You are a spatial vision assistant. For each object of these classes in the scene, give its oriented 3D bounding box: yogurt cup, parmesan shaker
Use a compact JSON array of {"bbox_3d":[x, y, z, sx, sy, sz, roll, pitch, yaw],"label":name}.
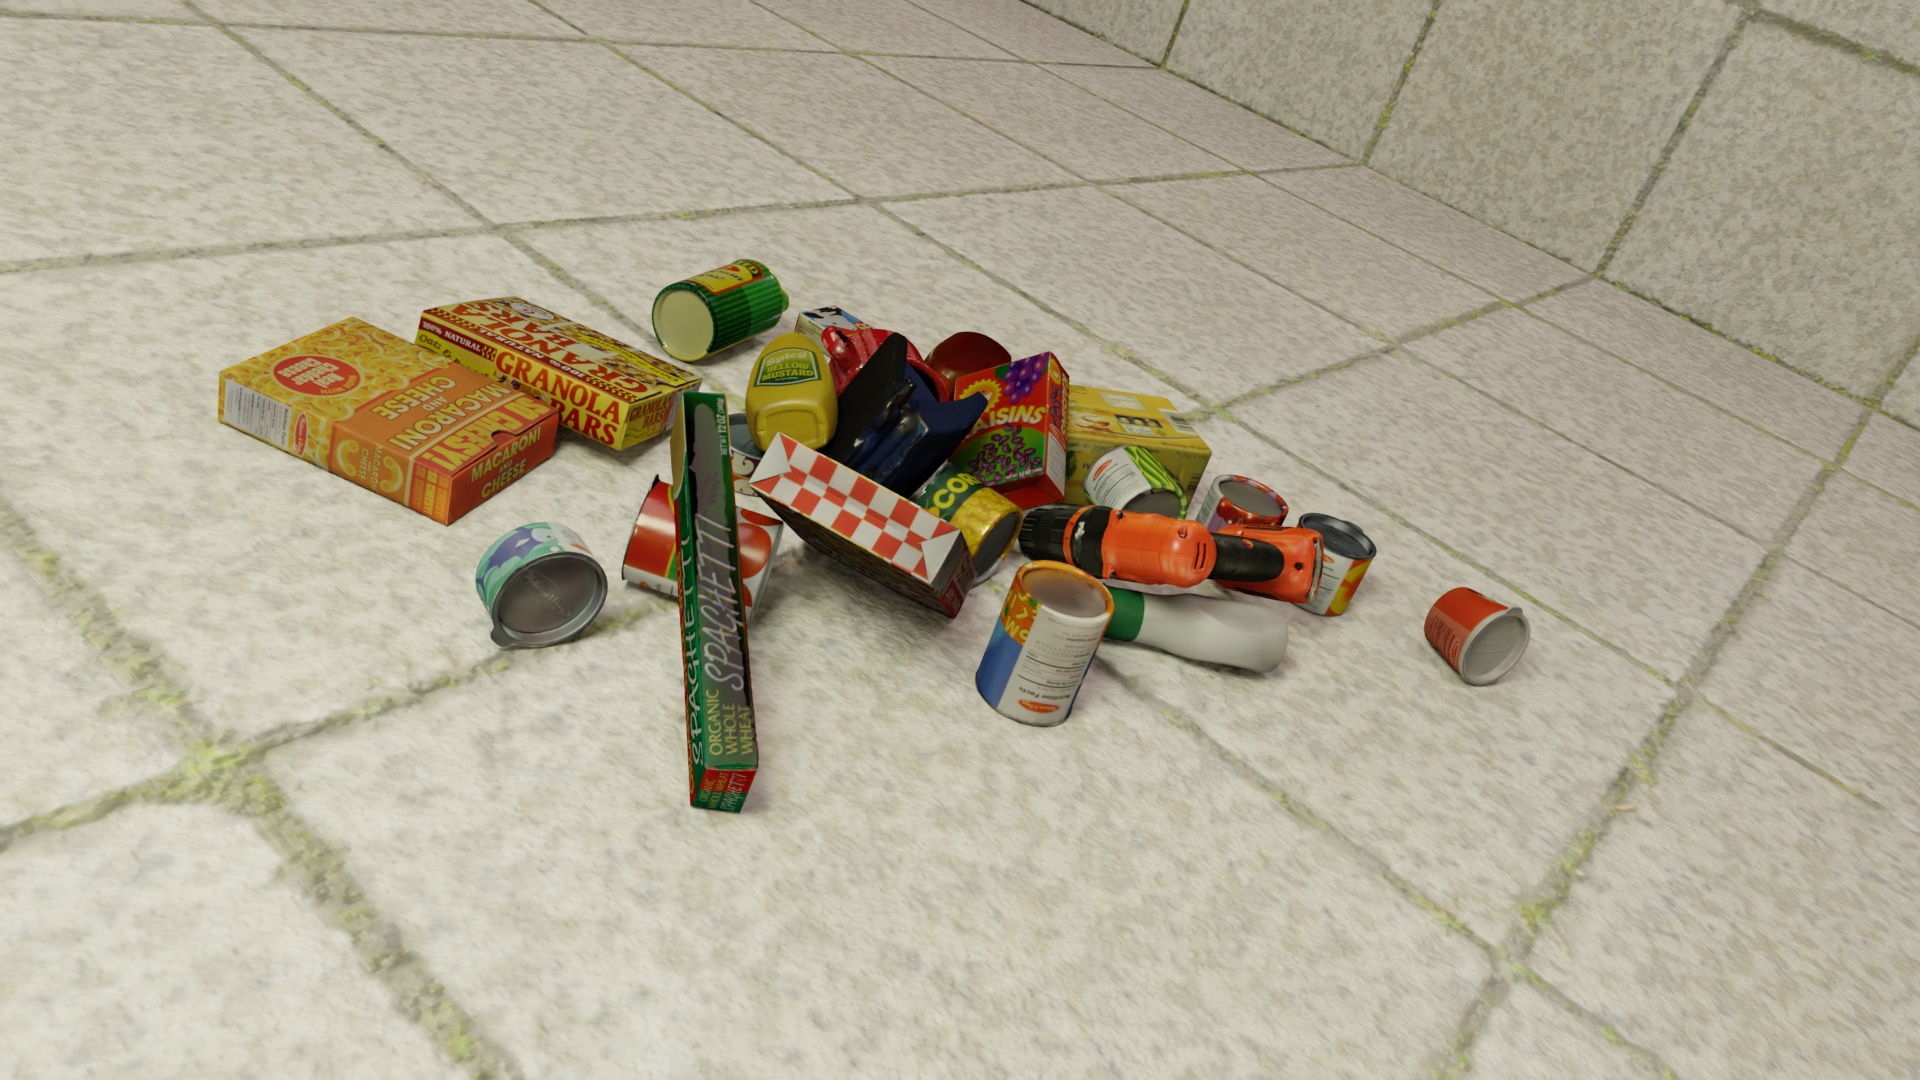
[{"bbox_3d":[0.405,0.073,1.098,0.072,0.072,0.054,3,26,-29],"label":"yogurt cup"},{"bbox_3d":[-0.200,-0.194,1.163,0.071,0.071,0.103,28,30,13],"label":"parmesan shaker"}]

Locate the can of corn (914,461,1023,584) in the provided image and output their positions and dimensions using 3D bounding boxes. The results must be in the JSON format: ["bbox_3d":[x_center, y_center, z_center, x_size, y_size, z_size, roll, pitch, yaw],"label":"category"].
[{"bbox_3d":[0.004,-0.012,0.984,0.058,0.070,0.071,33,32,21],"label":"can of corn"}]

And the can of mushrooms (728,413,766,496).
[{"bbox_3d":[-0.152,-0.064,1.012,0.071,0.033,0.071,15,30,-9],"label":"can of mushrooms"}]

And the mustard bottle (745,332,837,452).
[{"bbox_3d":[-0.125,-0.117,1.026,0.065,0.048,0.161,-6,31,-4],"label":"mustard bottle"}]

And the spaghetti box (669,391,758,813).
[{"bbox_3d":[-0.139,0.026,0.772,0.029,0.050,0.251,3,54,-20],"label":"spaghetti box"}]

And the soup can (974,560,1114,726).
[{"bbox_3d":[0.052,0.062,0.877,0.071,0.083,0.072,15,29,-9],"label":"soup can"}]

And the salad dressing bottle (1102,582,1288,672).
[{"bbox_3d":[0.157,0.060,0.986,0.148,0.043,0.064,11,19,-14],"label":"salad dressing bottle"}]

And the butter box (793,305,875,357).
[{"bbox_3d":[-0.093,-0.175,1.243,0.103,0.024,0.053,33,32,22],"label":"butter box"}]

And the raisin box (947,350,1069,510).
[{"bbox_3d":[0.037,-0.079,1.062,0.040,0.086,0.124,49,36,-44],"label":"raisin box"}]

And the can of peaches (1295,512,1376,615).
[{"bbox_3d":[0.295,0.019,1.124,0.071,0.057,0.071,15,29,-8],"label":"can of peaches"}]

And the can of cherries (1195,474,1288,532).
[{"bbox_3d":[0.229,-0.012,1.135,0.071,0.058,0.072,15,30,-9],"label":"can of cherries"}]

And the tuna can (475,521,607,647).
[{"bbox_3d":[-0.238,0.026,0.781,0.071,0.070,0.033,-6,37,-38],"label":"tuna can"}]

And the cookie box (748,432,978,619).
[{"bbox_3d":[-0.055,-0.003,0.873,0.123,0.040,0.167,28,-7,9],"label":"cookie box"}]

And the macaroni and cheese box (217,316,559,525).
[{"bbox_3d":[-0.368,-0.082,0.904,0.166,0.040,0.124,24,30,7],"label":"macaroni and cheese box"}]

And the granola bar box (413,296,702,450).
[{"bbox_3d":[-0.287,-0.125,1.004,0.166,0.039,0.124,24,19,6],"label":"granola bar box"}]

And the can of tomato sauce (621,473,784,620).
[{"bbox_3d":[-0.158,0.004,0.859,0.083,0.070,0.071,19,29,-4],"label":"can of tomato sauce"}]

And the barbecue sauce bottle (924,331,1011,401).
[{"bbox_3d":[-0.009,-0.143,1.222,0.065,0.043,0.149,27,31,12],"label":"barbecue sauce bottle"}]

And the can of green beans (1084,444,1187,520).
[{"bbox_3d":[0.140,-0.034,1.108,0.071,0.071,0.058,5,33,-25],"label":"can of green beans"}]
